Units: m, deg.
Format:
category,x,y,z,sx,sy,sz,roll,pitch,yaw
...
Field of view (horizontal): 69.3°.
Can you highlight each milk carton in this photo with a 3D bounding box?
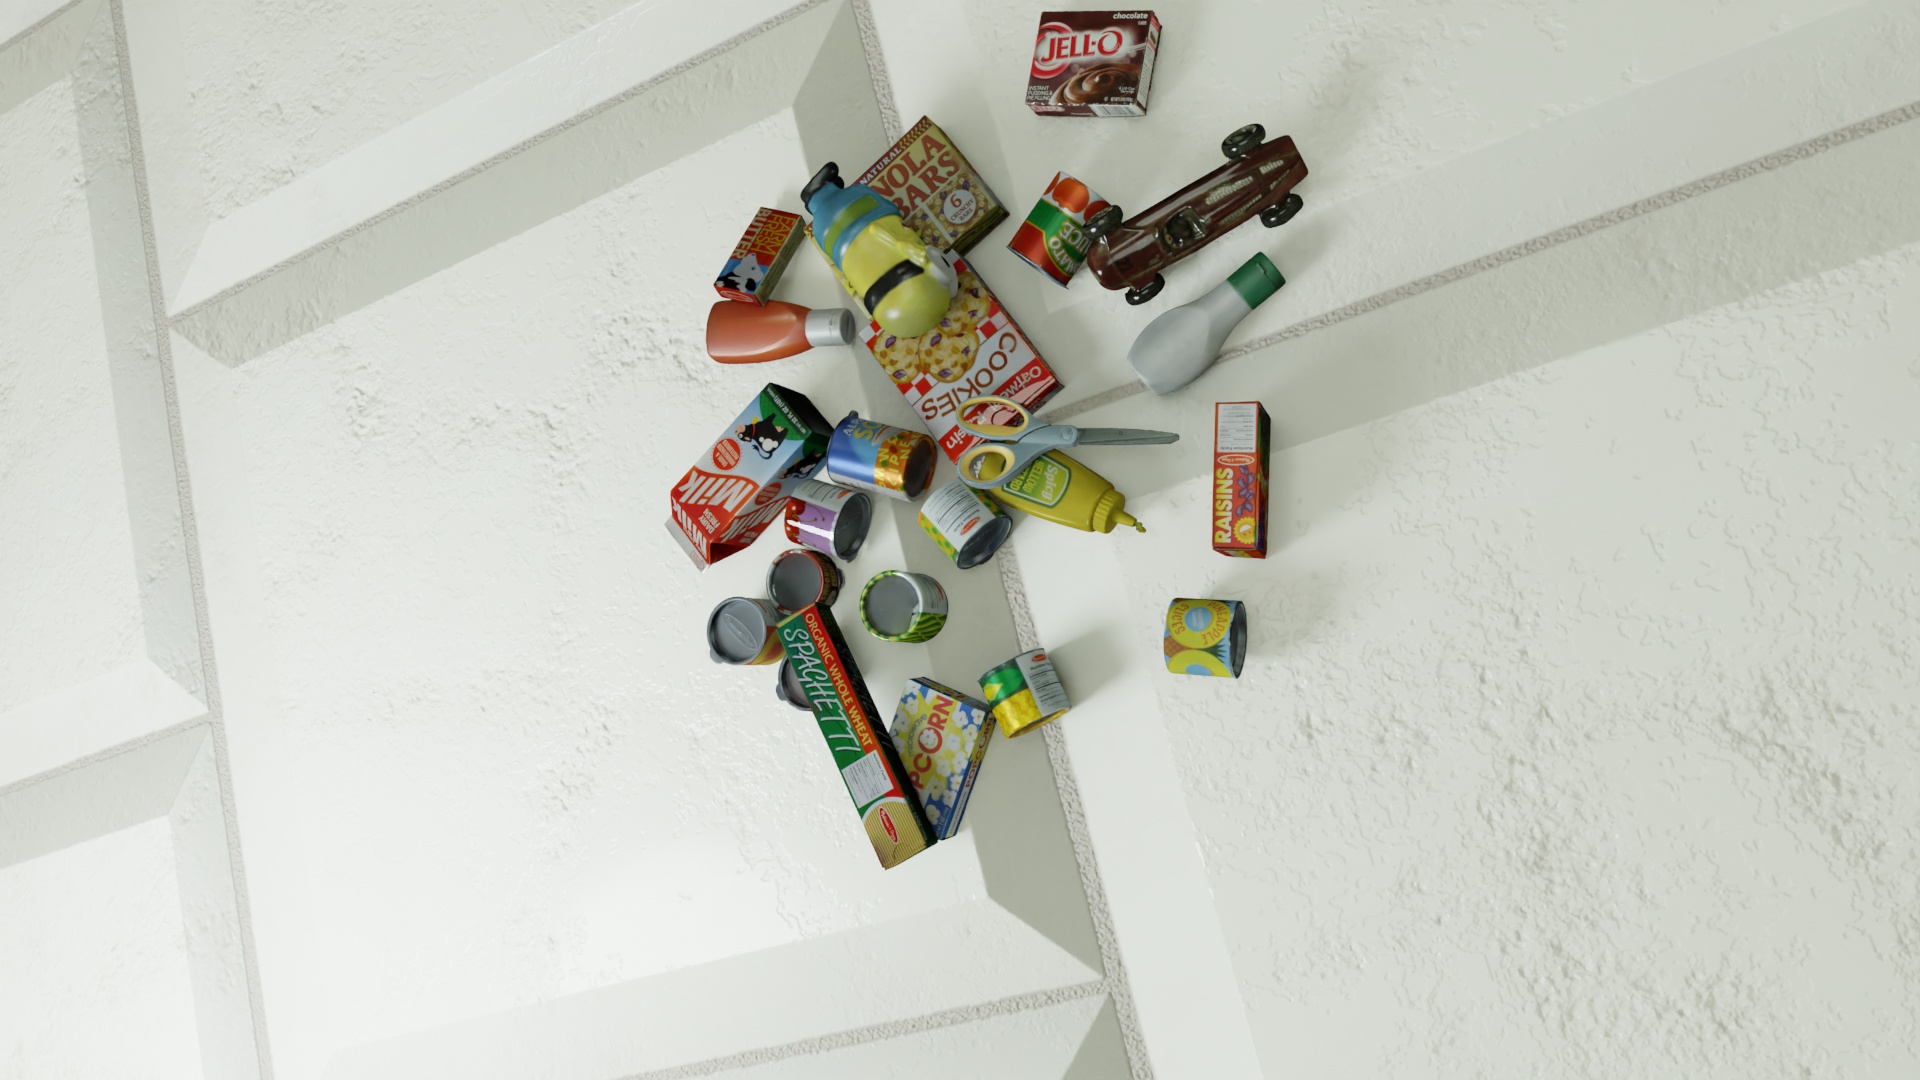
category,x,y,z,sx,sy,sz,roll,pitch,yaw
milk carton,-0.210,-0.057,1.354,0.190,0.073,0.072,-45,71,13

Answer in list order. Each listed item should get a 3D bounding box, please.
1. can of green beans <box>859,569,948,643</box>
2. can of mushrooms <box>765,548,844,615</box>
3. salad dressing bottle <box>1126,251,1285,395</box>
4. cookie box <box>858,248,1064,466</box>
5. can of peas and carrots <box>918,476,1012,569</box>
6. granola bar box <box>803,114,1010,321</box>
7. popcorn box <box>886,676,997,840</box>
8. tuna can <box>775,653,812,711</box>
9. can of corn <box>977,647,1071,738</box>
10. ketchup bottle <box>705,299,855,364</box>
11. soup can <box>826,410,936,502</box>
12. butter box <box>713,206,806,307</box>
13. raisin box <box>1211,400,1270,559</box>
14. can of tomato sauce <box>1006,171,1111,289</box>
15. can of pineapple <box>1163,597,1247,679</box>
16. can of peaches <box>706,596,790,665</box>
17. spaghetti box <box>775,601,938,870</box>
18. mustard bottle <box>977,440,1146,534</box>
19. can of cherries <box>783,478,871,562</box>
category,x,y,z,sx,sy,sz,roll,pitch,yaw
can of green beans,-0.053,0.062,1.285,0.071,0.058,0.071,-2,84,22
can of mushrooms,-0.151,0.040,1.341,0.071,0.033,0.071,-3,83,22
salad dressing bottle,0.215,-0.190,1.212,0.147,0.044,0.064,-40,70,13
cookie box,-0.001,-0.169,1.298,0.122,0.040,0.168,-40,71,13
can of peas and carrots,0.005,-0.016,1.267,0.071,0.071,0.059,-48,67,11
granola bar box,-0.054,-0.306,1.335,0.165,0.039,0.124,-40,71,14
popcorn box,-0.027,0.199,1.271,0.085,0.038,0.126,21,93,24
tuna can,-0.140,0.132,1.327,0.071,0.033,0.071,-2,84,22
can of corn,0.055,0.137,1.230,0.071,0.071,0.058,-31,75,17
ketchup bottle,-0.178,-0.208,1.373,0.149,0.043,0.065,1,79,22
soup can,-0.073,-0.079,1.304,0.084,0.071,0.071,15,91,22
butter box,-0.197,-0.282,1.379,0.053,0.024,0.104,16,68,24
raisin box,0.237,-0.049,1.164,0.040,0.086,0.123,1,85,18
can of tomato sauce,0.093,-0.280,1.257,0.071,0.071,0.083,38,99,21
can of pineapple,0.207,0.081,1.172,0.058,0.071,0.071,2,86,23
can of peaches,-0.204,0.090,1.345,0.071,0.058,0.071,-2,85,22
spaghetti box,-0.096,0.174,1.266,0.050,0.028,0.250,-32,72,18
mustard bottle,0.095,-0.043,1.241,0.160,0.049,0.065,25,91,23
can of cherries,-0.127,-0.018,1.321,0.058,0.071,0.071,17,91,23
